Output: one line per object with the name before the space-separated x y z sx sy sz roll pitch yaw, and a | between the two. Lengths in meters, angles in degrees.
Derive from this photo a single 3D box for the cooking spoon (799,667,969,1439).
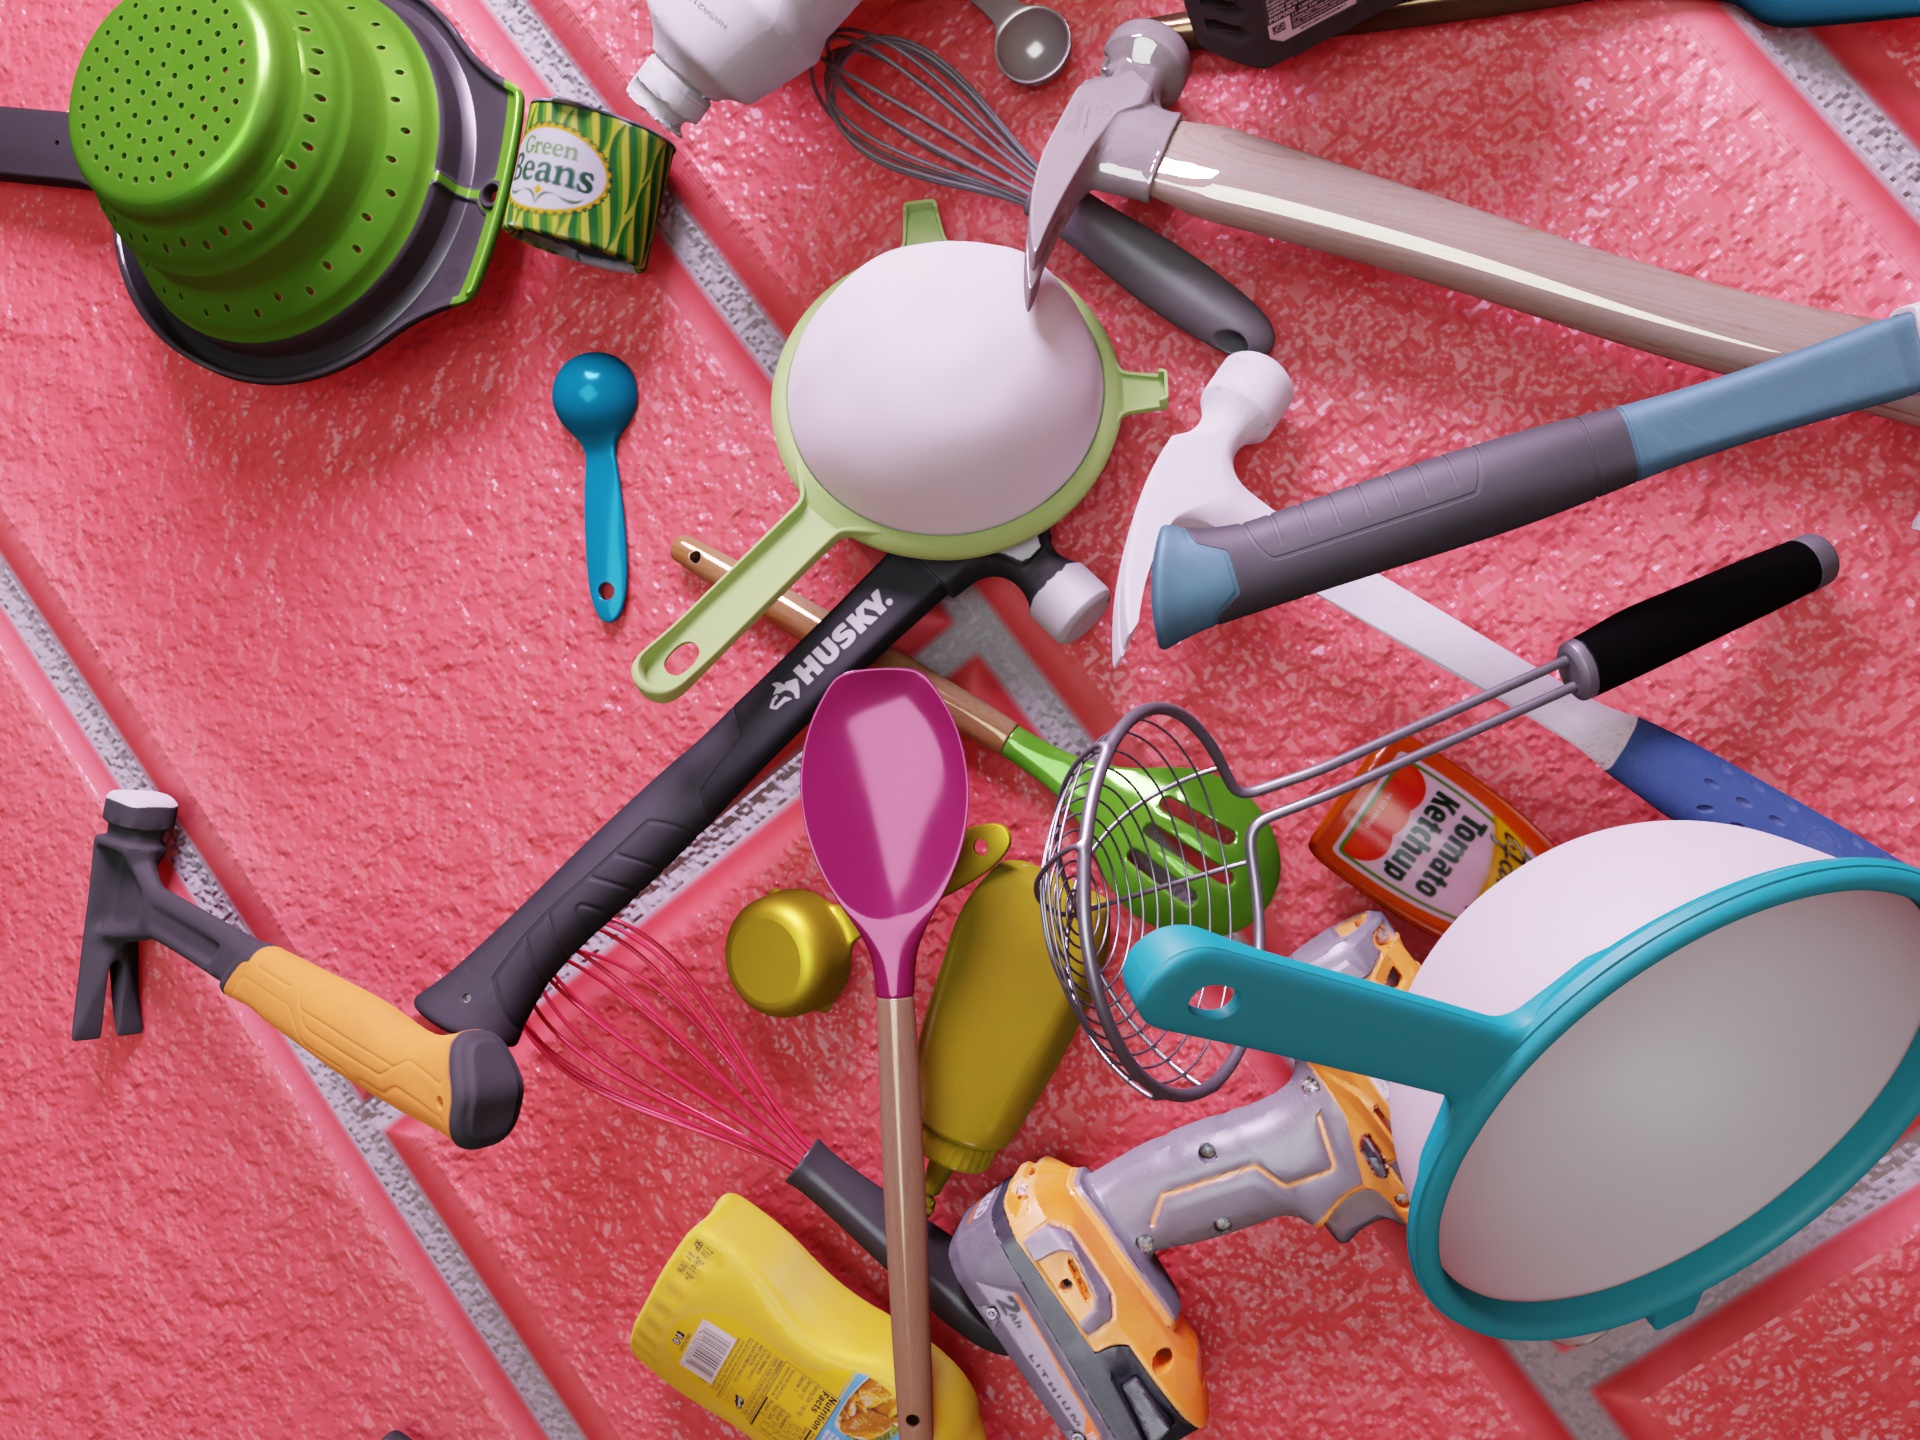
cooking spoon | -0.026 0.138 0.649 0.069 0.017 0.319 -3 90 2

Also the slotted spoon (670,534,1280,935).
slotted spoon | -0.001 -0.002 0.702 0.314 0.031 0.070 31 93 13

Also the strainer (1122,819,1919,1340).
strainer | 0.175 0.091 0.518 0.340 0.095 0.211 18 114 -30

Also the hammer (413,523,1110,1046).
hammer | -0.103 0.012 0.683 0.335 0.035 0.146 -44 75 -3

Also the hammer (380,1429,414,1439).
hammer | -0.096 0.427 0.727 0.409 0.036 0.149 20 94 13

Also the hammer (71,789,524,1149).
hammer | -0.304 0.125 0.704 0.337 0.034 0.127 13 95 39

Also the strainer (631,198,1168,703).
strainer | -0.043 -0.110 0.645 0.151 0.069 0.256 40 77 14

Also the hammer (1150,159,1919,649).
hammer | 0.224 -0.096 0.571 0.331 0.033 0.128 -18 94 7

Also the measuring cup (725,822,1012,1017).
measuring cup | -0.043 0.083 0.690 0.156 0.029 0.062 -32 77 29

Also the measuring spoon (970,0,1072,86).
measuring spoon | 0.008 -0.327 0.704 0.034 0.018 0.124 -38 75 11

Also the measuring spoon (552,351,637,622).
measuring spoon | -0.171 -0.110 0.743 0.042 0.021 0.128 -4 88 14

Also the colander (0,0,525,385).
colander | -0.401 -0.279 0.744 0.397 0.094 0.204 11 86 19

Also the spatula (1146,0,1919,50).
spatula | 0.223 -0.298 0.635 0.317 0.044 0.082 -2 94 15

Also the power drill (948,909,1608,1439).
power drill | 0.133 0.213 0.648 0.226 0.084 0.185 -37 84 7

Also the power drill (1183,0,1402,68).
power drill | 0.110 -0.384 0.633 0.171 0.080 0.223 -24 72 12

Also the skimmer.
skimmer | 0.185 0.009 0.548 0.363 0.090 0.127 -23 105 -15

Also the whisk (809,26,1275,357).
whisk | 0.034 -0.224 0.683 0.239 0.055 0.055 36 99 6

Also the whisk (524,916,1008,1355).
whisk | -0.085 0.183 0.709 0.296 0.073 0.073 38 99 5

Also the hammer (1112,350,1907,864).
hammer | 0.245 0.008 0.620 0.405 0.035 0.144 32 70 8

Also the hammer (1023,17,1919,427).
hammer | 0.228 -0.164 0.613 0.410 0.038 0.146 20 61 9
